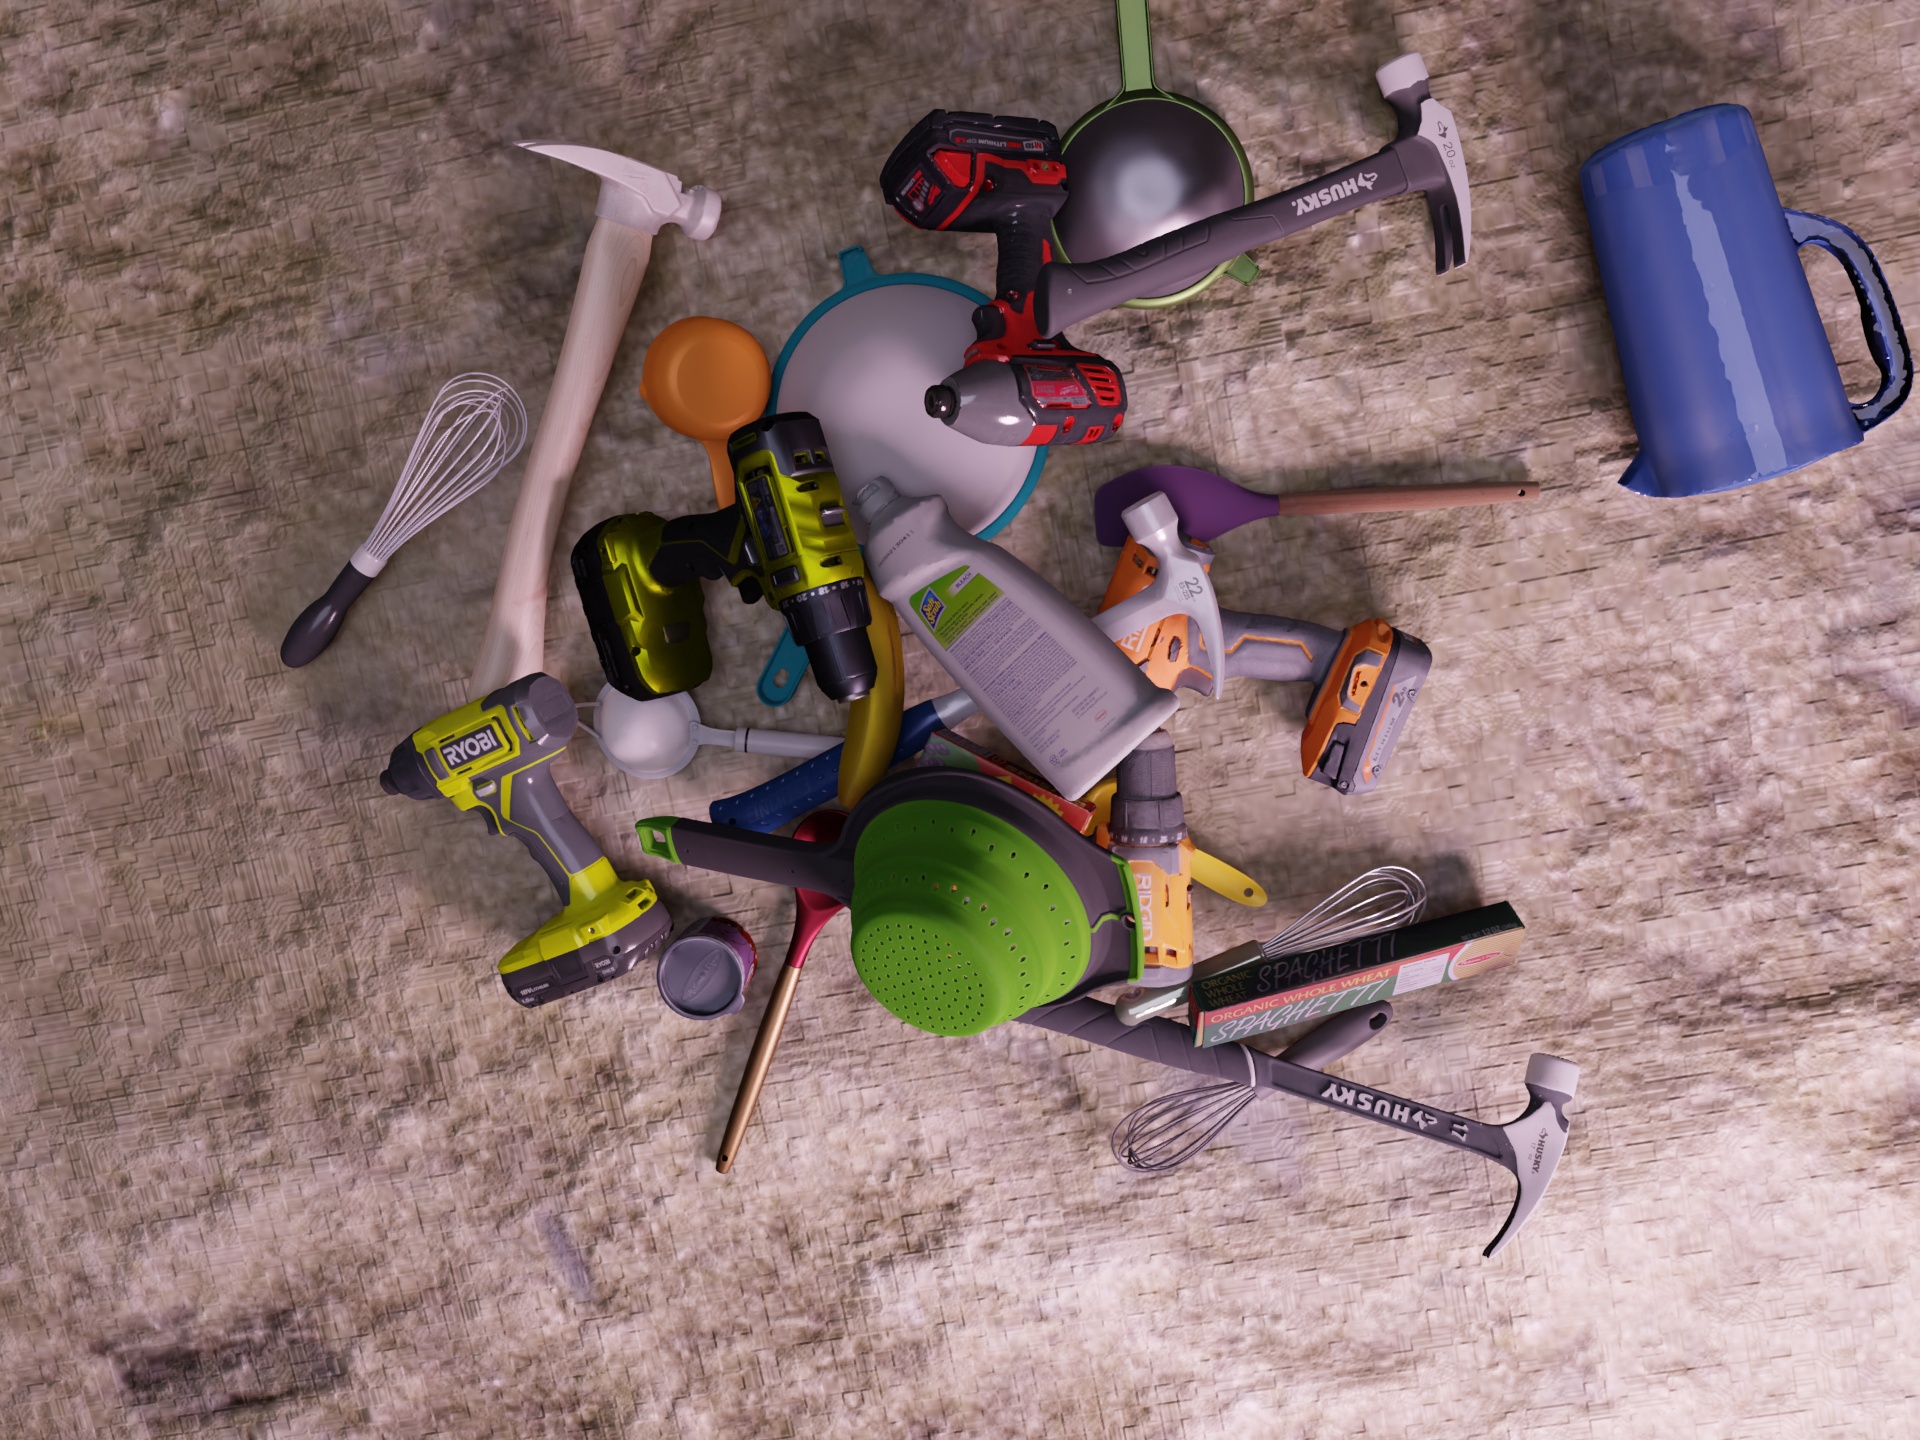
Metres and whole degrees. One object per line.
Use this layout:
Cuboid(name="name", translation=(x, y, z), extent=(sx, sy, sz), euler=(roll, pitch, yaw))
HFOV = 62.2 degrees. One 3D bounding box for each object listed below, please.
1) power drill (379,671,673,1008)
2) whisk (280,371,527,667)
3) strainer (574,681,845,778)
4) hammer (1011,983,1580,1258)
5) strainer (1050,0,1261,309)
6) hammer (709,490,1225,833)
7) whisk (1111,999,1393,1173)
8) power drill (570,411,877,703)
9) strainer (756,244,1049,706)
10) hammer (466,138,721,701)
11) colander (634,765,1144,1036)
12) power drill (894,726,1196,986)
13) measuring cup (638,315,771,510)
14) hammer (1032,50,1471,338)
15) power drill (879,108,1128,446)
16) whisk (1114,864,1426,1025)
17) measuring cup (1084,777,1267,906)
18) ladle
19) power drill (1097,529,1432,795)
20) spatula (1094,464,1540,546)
Cuboid(name="power drill", translation=(-0.326, 0.092, 1.184), extent=(0.171, 0.080, 0.223), euler=(-22, 100, 25))
Cuboid(name="whisk", translation=(-0.424, -0.144, 1.188), extent=(0.070, 0.070, 0.284), euler=(43, 104, -2))
Cuboid(name="strainer", translation=(-0.172, 0.013, 1.198), extent=(0.258, 0.050, 0.086), euler=(6, 108, 0))
Cuboid(name="hammer", translation=(0.229, 0.264, 1.165), extent=(0.409, 0.036, 0.149), euler=(15, 78, 13))
Cuboid(name="strainer", translation=(0.126, -0.417, 1.095), extent=(0.151, 0.069, 0.256), euler=(-5, 99, 5))
Cuboid(name="hammer", translation=(-0.002, -0.004, 1.134), extent=(0.405, 0.035, 0.144), euler=(-28, 92, 16))
Cuboid(name="whisk", translation=(0.221, 0.274, 1.203), extent=(0.239, 0.055, 0.055), euler=(-31, 95, 4))
Cuboid(name="power drill", translation=(-0.157, -0.088, 1.101), extent=(0.228, 0.080, 0.190), euler=(-16, 92, 40))
Cuboid(name="strainer", translation=(-0.071, -0.158, 1.135), extent=(0.211, 0.095, 0.340), euler=(27, 98, 0))
Cuboid(name="hammer", translation=(-0.298, -0.202, 1.147), extent=(0.146, 0.038, 0.410), euler=(9, 107, -37))
Cuboid(name="colander", translation=(-0.078, 0.129, 1.078), extent=(0.397, 0.094, 0.204), euler=(8, 126, 26))
Cuboid(name="power drill", translation=(0.057, 0.094, 1.151), extent=(0.226, 0.084, 0.185), euler=(1, 99, 16))
Cuboid(name="measuring cup", translation=(-0.171, -0.204, 1.148), extent=(0.095, 0.052, 0.173), euler=(-16, 107, -18))
Cuboid(name="hammer", translation=(0.196, -0.324, 1.060), extent=(0.335, 0.035, 0.146), euler=(-25, 98, -15))
Cuboid(name="power drill", translation=(0.023, -0.288, 1.066), extent=(0.143, 0.078, 0.220), euler=(-8, 79, -30))
Cuboid(name="whisk", translation=(0.228, 0.169, 1.165), extent=(0.246, 0.058, 0.059), euler=(-22, 104, -1))
Cuboid(name="measuring cup", translation=(0.160, 0.095, 1.189), extent=(0.156, 0.029, 0.062), euler=(30, 99, -3))
Cuboid(name="ladle", translation=(-0.136, 0.212, 1.229), extent=(0.069, 0.031, 0.315), euler=(22, 101, 10))
Cuboid(name="power drill", translation=(0.201, -0.029, 1.141), extent=(0.226, 0.084, 0.164), euler=(22, 105, 5))
Cuboid(name="spatula", translation=(0.255, -0.159, 1.148), extent=(0.316, 0.018, 0.059), euler=(-2, 107, 5))
